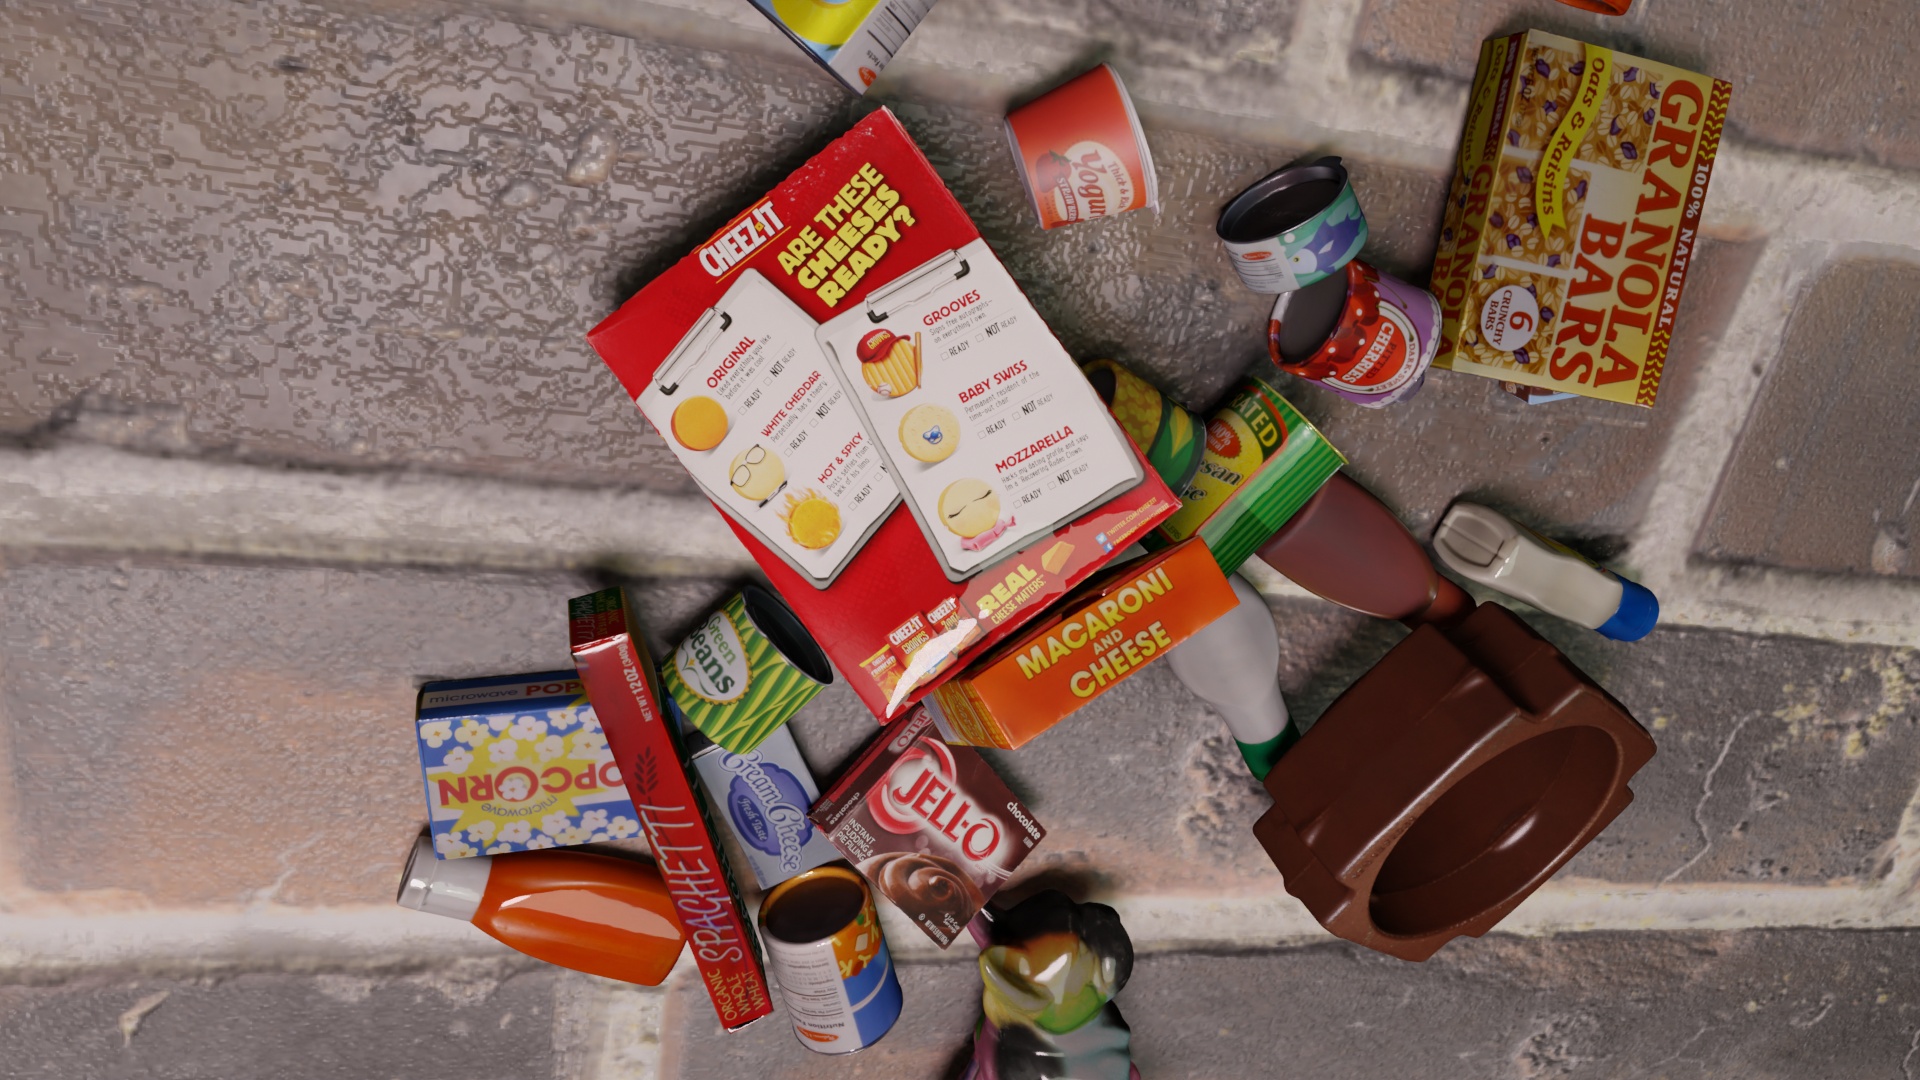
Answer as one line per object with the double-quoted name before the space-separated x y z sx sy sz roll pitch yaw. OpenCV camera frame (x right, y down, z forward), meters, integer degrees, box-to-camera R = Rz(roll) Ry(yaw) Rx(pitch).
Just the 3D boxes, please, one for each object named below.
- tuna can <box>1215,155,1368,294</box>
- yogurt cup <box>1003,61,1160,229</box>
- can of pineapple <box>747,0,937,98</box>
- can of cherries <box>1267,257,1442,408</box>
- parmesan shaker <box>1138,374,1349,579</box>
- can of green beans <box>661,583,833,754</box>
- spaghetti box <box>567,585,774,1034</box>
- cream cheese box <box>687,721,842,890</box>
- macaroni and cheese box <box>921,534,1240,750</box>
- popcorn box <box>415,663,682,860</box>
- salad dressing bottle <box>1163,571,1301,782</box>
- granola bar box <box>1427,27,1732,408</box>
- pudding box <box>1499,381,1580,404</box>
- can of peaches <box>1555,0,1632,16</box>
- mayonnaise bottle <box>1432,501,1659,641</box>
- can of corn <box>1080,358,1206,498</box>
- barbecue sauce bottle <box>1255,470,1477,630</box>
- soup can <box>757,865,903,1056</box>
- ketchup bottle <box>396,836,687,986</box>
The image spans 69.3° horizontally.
"tuna can" 0.163 -0.153 0.673 0.071 0.071 0.032 -33 120 1
"yogurt cup" 0.053 -0.176 0.633 0.054 0.073 0.072 -20 119 4
"can of pineapple" -0.051 -0.229 0.577 0.071 0.071 0.058 36 101 -27
"can of cherries" 0.199 -0.106 0.701 0.058 0.072 0.071 19 108 -23
"parmesan shaker" 0.141 -0.025 0.723 0.103 0.071 0.071 -46 118 9
"can of green beans" -0.107 0.065 0.699 0.058 0.071 0.071 -41 118 6
"spaghetti box" -0.141 0.139 0.689 0.029 0.050 0.248 -18 119 -8
"cream cheese box" -0.104 0.140 0.759 0.053 0.024 0.103 -24 119 -5
"macaroni and cheese box" 0.048 0.052 0.671 0.124 0.166 0.040 -31 89 -12
"popcorn box" -0.207 0.112 0.710 0.127 0.038 0.084 -4 115 -14
"salad dressing bottle" 0.159 0.079 0.794 0.064 0.044 0.147 -31 121 -2
"granola bar box" 0.308 -0.159 0.703 0.124 0.039 0.165 8 99 -16
"pudding box" 0.343 -0.107 0.764 0.084 0.030 0.049 -9 117 -11
"can of peaches" 0.293 -0.282 0.645 0.071 0.071 0.058 14 111 -21
"mayonnaise bottle" 0.347 0.022 0.810 0.148 0.065 0.041 20 105 -27
"can of corn" 0.080 -0.052 0.698 0.058 0.071 0.071 29 104 -25
"barbecue sauce bottle" 0.231 0.013 0.783 0.148 0.044 0.064 30 107 -26
"soup can" -0.073 0.237 0.793 0.071 0.071 0.083 -16 117 -8
"ketchup bottle" -0.220 0.194 0.742 0.149 0.044 0.064 21 107 -23
